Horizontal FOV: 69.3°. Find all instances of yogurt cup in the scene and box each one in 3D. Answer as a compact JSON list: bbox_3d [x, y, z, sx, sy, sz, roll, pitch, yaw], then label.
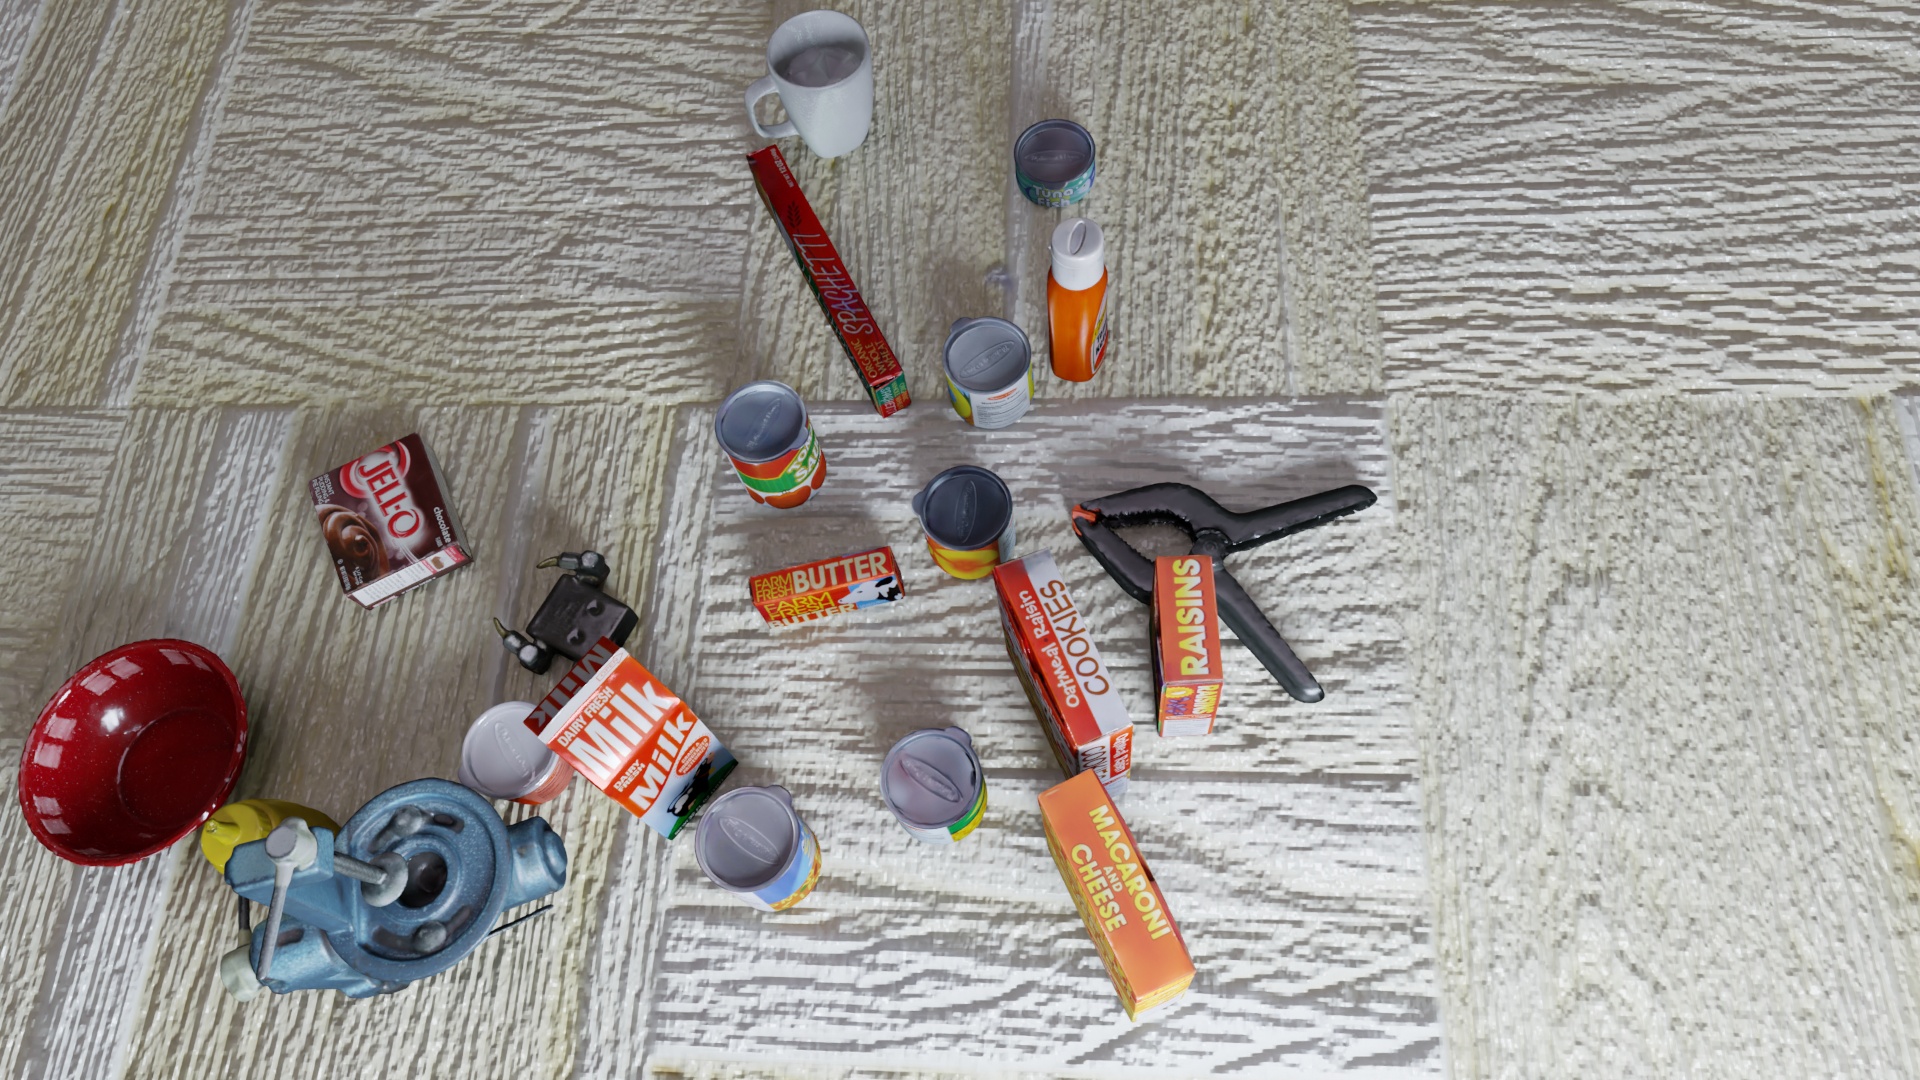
[{"bbox_3d":[-0.300,0.149,0.955,0.072,0.053,0.072,-2,66,5],"label":"yogurt cup"}]

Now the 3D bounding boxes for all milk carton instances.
[{"bbox_3d":[-0.211,0.124,0.883,0.073,0.190,0.072,35,74,18],"label":"milk carton"}]

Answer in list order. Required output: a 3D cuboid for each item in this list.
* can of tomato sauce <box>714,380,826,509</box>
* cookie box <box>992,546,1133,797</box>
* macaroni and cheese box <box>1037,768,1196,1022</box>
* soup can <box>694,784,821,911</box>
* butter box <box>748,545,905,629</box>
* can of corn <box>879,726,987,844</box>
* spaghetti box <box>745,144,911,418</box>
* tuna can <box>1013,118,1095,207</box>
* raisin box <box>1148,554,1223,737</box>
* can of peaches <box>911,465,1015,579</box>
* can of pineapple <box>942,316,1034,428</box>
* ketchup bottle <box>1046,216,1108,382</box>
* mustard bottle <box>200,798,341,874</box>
[{"bbox_3d":[-0.136,-0.068,1.019,0.071,0.082,0.071,-2,67,5],"label":"can of tomato sauce"},{"bbox_3d":[0.065,0.093,0.883,0.040,0.167,0.123,-23,67,-4],"label":"cookie box"},{"bbox_3d":[0.092,0.215,0.828,0.040,0.166,0.124,-25,67,-5],"label":"macaroni and cheese box"},{"bbox_3d":[-0.127,0.199,0.901,0.071,0.083,0.071,-2,67,5],"label":"soup can"},{"bbox_3d":[-0.094,0.034,0.987,0.103,0.053,0.024,-13,66,0],"label":"butter box"},{"bbox_3d":[-0.015,0.162,0.920,0.071,0.058,0.071,-2,66,5],"label":"can of corn"},{"bbox_3d":[-0.105,-0.207,1.094,0.029,0.050,0.251,-26,67,-6],"label":"spaghetti box"},{"bbox_3d":[0.077,-0.304,1.129,0.071,0.032,0.071,-2,66,5],"label":"tuna can"},{"bbox_3d":[0.146,0.071,0.909,0.040,0.123,0.086,-2,67,5],"label":"raisin box"},{"bbox_3d":[0.004,-0.012,0.995,0.071,0.058,0.071,-2,66,5],"label":"can of peaches"},{"bbox_3d":[0.021,-0.127,1.043,0.071,0.057,0.071,-2,66,5],"label":"can of pineapple"},{"bbox_3d":[0.085,-0.177,1.009,0.043,0.148,0.065,11,68,10],"label":"ketchup bottle"},{"bbox_3d":[-0.441,0.197,0.890,0.049,0.159,0.065,-39,69,-11],"label":"mustard bottle"}]
